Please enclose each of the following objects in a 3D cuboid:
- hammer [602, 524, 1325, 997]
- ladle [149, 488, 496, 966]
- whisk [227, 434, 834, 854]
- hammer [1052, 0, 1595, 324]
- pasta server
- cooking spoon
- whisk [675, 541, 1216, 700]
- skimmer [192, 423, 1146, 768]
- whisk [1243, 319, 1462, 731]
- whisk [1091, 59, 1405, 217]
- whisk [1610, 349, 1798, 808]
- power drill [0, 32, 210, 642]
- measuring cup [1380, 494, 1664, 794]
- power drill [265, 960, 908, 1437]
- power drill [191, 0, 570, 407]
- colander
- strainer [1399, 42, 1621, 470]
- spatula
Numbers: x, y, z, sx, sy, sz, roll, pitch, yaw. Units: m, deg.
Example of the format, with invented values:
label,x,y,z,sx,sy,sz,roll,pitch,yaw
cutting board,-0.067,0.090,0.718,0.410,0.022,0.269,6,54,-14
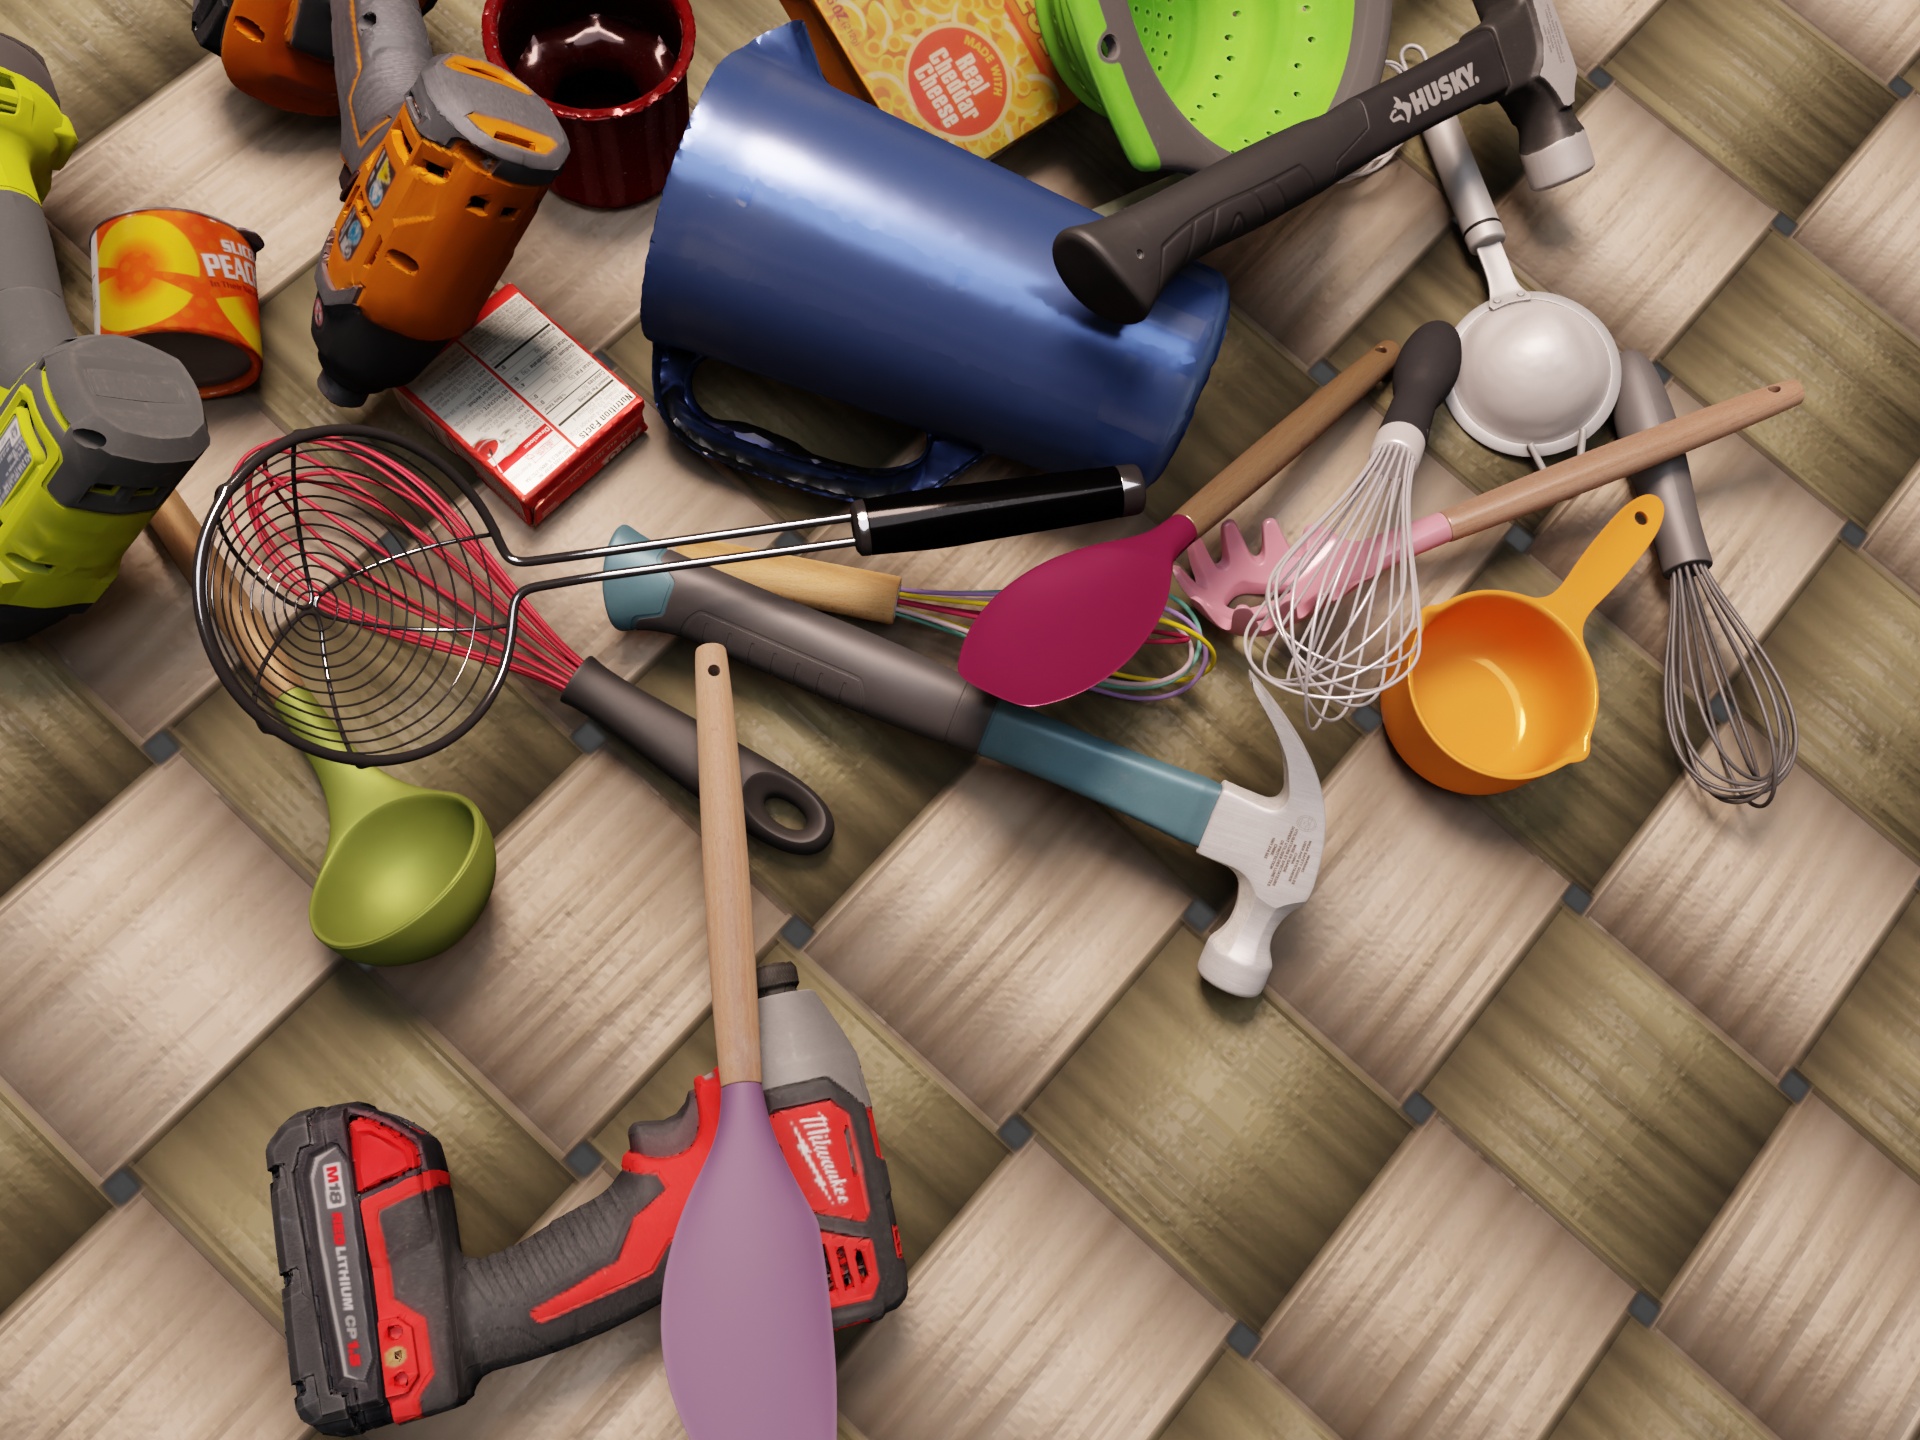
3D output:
label,x,y,z,sx,sy,sz,roll,pitch,yaw
hammer,-0.001,-0.002,0.679,0.331,0.033,0.128,23,102,3
ladle,-0.297,-0.034,0.661,0.078,0.062,0.320,-36,78,-9
whisk,-0.179,-0.029,0.675,0.296,0.073,0.073,33,73,-3
hammer,0.163,-0.258,0.695,0.335,0.035,0.146,-34,109,-30
pasta server,0.249,-0.105,0.737,0.316,0.040,0.060,-21,48,-5
cooking spoon,0.113,-0.096,0.701,0.069,0.017,0.319,26,51,31
whisk,-0.006,-0.052,0.707,0.245,0.047,0.051,11,90,0
skimmer,-0.094,-0.067,0.616,0.363,0.090,0.127,-9,94,-10
whisk,0.184,-0.099,0.694,0.070,0.070,0.285,29,48,2
whisk,0.125,-0.266,0.789,0.246,0.057,0.059,-26,44,-10
whisk,0.347,-0.072,0.758,0.055,0.055,0.239,-3,70,-8
power drill,-0.397,-0.152,0.643,0.080,0.171,0.223,-7,66,-56
measuring cup,0.263,-0.038,0.733,0.095,0.052,0.173,43,72,6
power drill,-0.138,0.179,0.610,0.219,0.078,0.143,-10,76,-12
power drill,-0.257,-0.254,0.680,0.084,0.164,0.227,1,53,-47
colander,0.154,-0.385,0.764,0.397,0.094,0.204,-42,120,-29
strainer,0.265,-0.236,0.798,0.087,0.050,0.259,-16,73,4
spatula,-0.087,0.113,0.600,0.059,0.018,0.316,-1,65,-14
